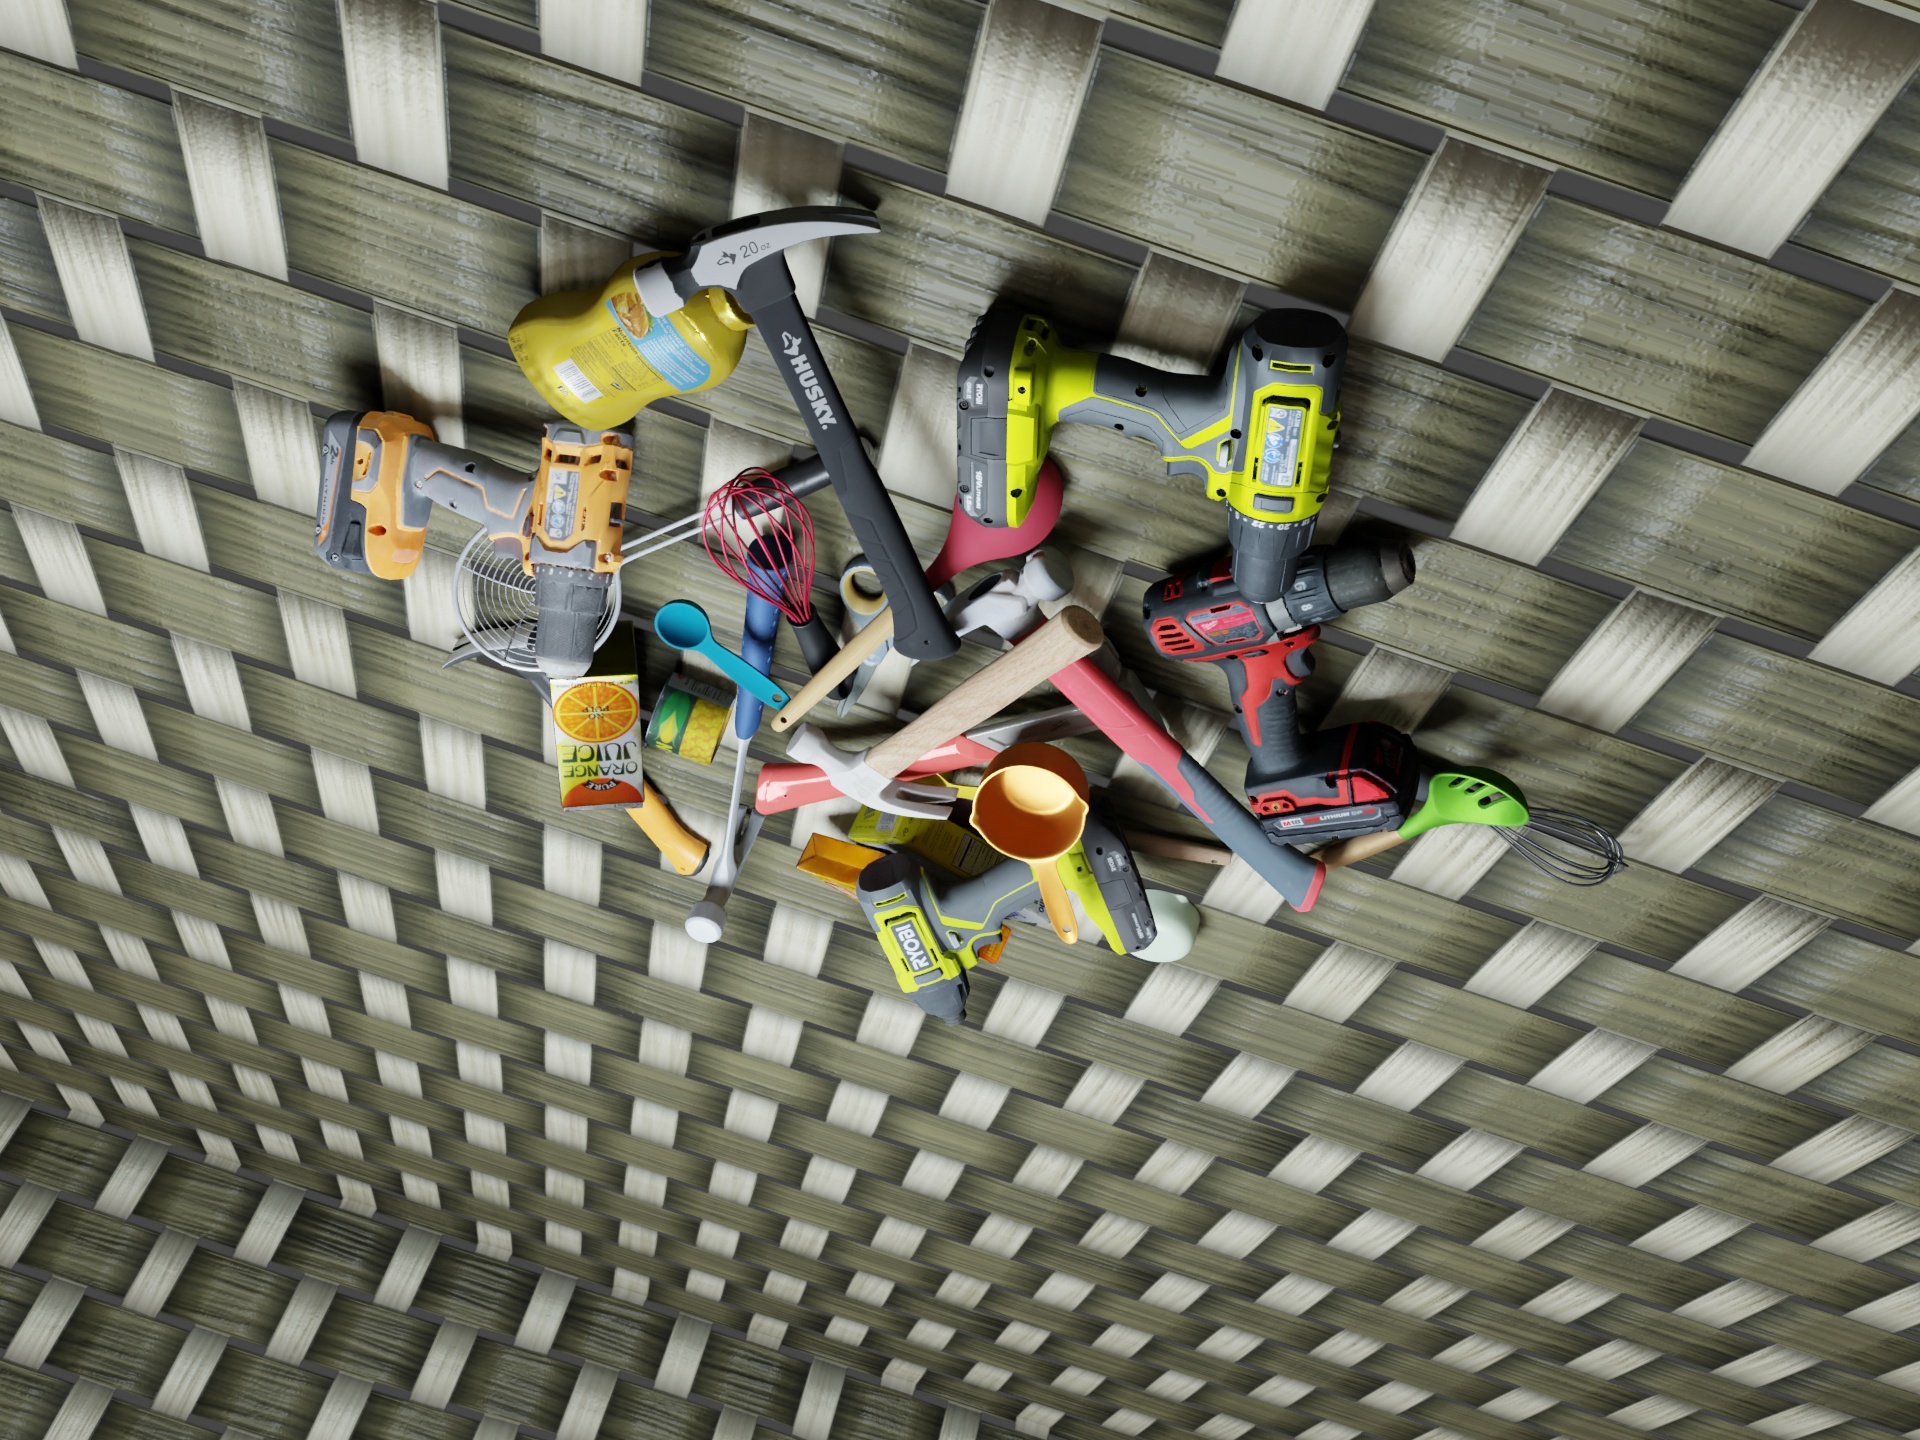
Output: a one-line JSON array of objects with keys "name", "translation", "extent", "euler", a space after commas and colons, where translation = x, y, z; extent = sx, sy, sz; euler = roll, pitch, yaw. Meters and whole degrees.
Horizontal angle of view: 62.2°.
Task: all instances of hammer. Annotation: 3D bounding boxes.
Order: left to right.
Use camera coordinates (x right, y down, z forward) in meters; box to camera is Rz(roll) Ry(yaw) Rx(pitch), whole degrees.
[{"name": "hammer", "translation": [-0.334, 0.037, 1.472], "extent": [0.127, 0.034, 0.336], "euler": [-5, 137, 26]}, {"name": "hammer", "translation": [-0.180, 0.011, 1.331], "extent": [0.035, 0.144, 0.405], "euler": [16, 134, 0]}, {"name": "hammer", "translation": [-0.069, -0.172, 1.030], "extent": [0.146, 0.035, 0.334], "euler": [-22, 126, 5]}, {"name": "hammer", "translation": [-0.010, 0.032, 1.299], "extent": [0.359, 0.037, 0.149], "euler": [-15, 127, 26]}, {"name": "hammer", "translation": [-0.002, -0.004, 1.169], "extent": [0.130, 0.031, 0.331], "euler": [34, 145, -17]}, {"name": "hammer", "translation": [0.137, 0.030, 1.208], "extent": [0.143, 0.038, 0.386], "euler": [-30, 120, 36]}]

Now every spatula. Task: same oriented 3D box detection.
[{"name": "spatula", "translation": [0.079, 0.094, 1.392], "extent": [0.316, 0.018, 0.059], "euler": [9, 146, 13]}]

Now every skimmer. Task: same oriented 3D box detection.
[{"name": "skimmer", "translation": [-0.224, -0.133, 1.172], "extent": [0.363, 0.090, 0.127], "euler": [-16, 100, 33]}]

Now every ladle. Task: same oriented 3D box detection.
[{"name": "ladle", "translation": [-0.043, -0.082, 1.147], "extent": [0.069, 0.031, 0.315], "euler": [45, 123, -6]}]

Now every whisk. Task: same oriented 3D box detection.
[{"name": "whisk", "translation": [-0.121, -0.088, 1.160], "extent": [0.073, 0.073, 0.295], "euler": [6, 155, 14]}, {"name": "whisk", "translation": [0.397, 0.066, 1.214], "extent": [0.239, 0.055, 0.055], "euler": [24, 142, 0]}]

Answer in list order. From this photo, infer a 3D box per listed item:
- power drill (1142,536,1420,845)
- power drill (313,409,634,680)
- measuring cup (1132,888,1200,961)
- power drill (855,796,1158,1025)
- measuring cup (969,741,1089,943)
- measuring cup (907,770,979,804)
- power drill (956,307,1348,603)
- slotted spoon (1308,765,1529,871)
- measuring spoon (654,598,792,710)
[{"name": "power drill", "translation": [0.252, -0.026, 1.114], "extent": [0.188, 0.080, 0.226], "euler": [-12, 123, 33]}, {"name": "power drill", "translation": [-0.353, -0.133, 1.162], "extent": [0.226, 0.185, 0.084], "euler": [8, -175, 14]}, {"name": "measuring cup", "translation": [0.140, 0.171, 1.446], "extent": [0.167, 0.038, 0.083], "euler": [27, 142, -15]}, {"name": "power drill", "translation": [0.044, 0.165, 1.346], "extent": [0.223, 0.080, 0.171], "euler": [-20, 119, 7]}, {"name": "measuring cup", "translation": [0.069, 0.095, 1.258], "extent": [0.095, 0.052, 0.173], "euler": [-9, 119, 18]}, {"name": "measuring cup", "translation": [0.014, 0.051, 1.360], "extent": [0.156, 0.029, 0.062], "euler": [7, 141, 9]}, {"name": "power drill", "translation": [0.117, -0.166, 0.991], "extent": [0.228, 0.080, 0.190], "euler": [8, 132, 10]}, {"name": "slotted spoon", "translation": [0.328, 0.090, 1.239], "extent": [0.070, 0.031, 0.313], "euler": [34, 153, -9]}, {"name": "measuring spoon", "translation": [-0.177, -0.051, 1.216], "extent": [0.128, 0.021, 0.042], "euler": [39, 121, -22]}]
